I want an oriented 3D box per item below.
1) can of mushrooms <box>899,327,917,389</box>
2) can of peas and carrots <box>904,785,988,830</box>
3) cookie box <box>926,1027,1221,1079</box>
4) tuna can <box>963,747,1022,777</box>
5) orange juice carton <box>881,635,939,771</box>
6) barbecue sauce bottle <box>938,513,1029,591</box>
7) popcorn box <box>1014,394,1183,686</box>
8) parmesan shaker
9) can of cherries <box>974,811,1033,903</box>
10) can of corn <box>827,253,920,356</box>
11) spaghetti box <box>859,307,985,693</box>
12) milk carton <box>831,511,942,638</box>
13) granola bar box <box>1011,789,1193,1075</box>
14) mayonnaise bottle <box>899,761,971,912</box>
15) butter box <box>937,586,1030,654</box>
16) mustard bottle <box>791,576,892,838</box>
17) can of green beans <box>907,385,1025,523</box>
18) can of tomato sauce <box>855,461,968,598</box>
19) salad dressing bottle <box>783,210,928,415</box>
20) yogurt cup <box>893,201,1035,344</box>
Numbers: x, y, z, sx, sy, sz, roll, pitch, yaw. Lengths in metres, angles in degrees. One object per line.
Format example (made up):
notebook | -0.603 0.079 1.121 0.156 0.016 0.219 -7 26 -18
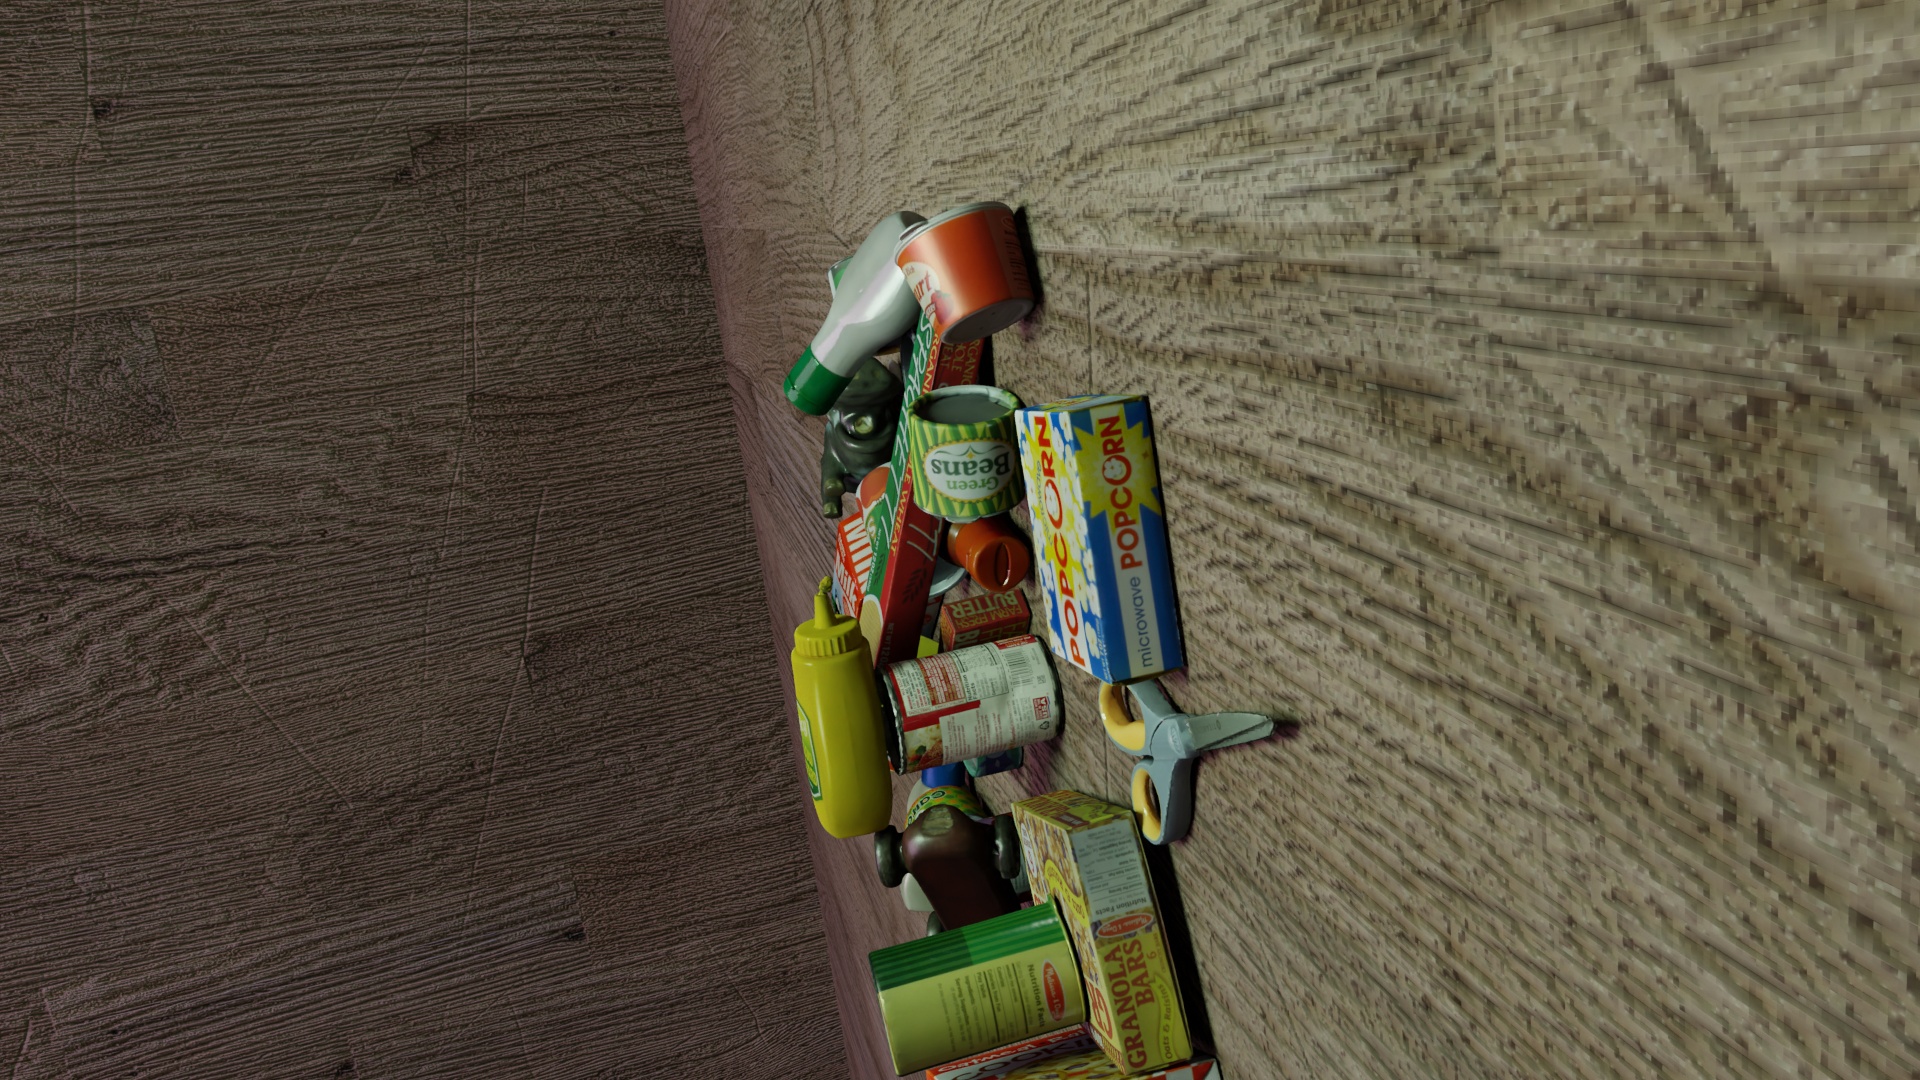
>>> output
can of mushrooms | -0.016 -0.110 0.916 0.071 0.033 0.071 171 88 -78
can of peas and carrots | -0.008 0.233 1.093 0.059 0.071 0.070 -138 39 -70
cookie box | 0.056 0.300 0.744 0.167 0.123 0.040 131 128 -74
tuna can | 0.018 0.133 0.978 0.071 0.033 0.071 171 89 -77
orange juice carton | -0.061 0.135 1.142 0.192 0.073 0.072 124 169 -66
barbecue sauce bottle | 0.003 -0.011 0.894 0.149 0.044 0.064 -129 37 -63
popcorn box | 0.063 -0.003 0.648 0.085 0.038 0.126 -158 58 -76
parmesan shaker | 0.007 0.236 0.741 0.071 0.103 0.071 169 88 -81
can of cherries | 0.018 0.235 1.009 0.071 0.058 0.071 169 89 -77
can of corn | -0.052 -0.165 0.960 0.071 0.071 0.058 141 116 -76
spaghetti box | -0.027 -0.027 0.872 0.050 0.029 0.249 -138 57 -65
milk carton | -0.061 0.033 1.143 0.189 0.073 0.072 105 151 -62
granola bar box | 0.073 0.205 0.758 0.165 0.039 0.124 139 118 -80
mayonnaise bottle | -0.016 0.233 1.148 0.041 0.065 0.147 -127 38 -71
butter box | 0.013 0.071 0.900 0.103 0.053 0.024 97 156 -54
mustard bottle | -0.074 0.097 0.835 0.065 0.049 0.159 -141 42 -68
can of green beans | 0.004 -0.052 0.805 0.071 0.071 0.057 -124 26 -60
can of tomato sauce | -0.037 -0.008 1.013 0.070 0.071 0.083 94 161 -49
salad dressing bottle | -0.063 -0.144 0.900 0.147 0.044 0.064 -48 52 29
yogurt cup | 0.005 -0.139 0.734 0.072 0.072 0.054 130 120 -74
